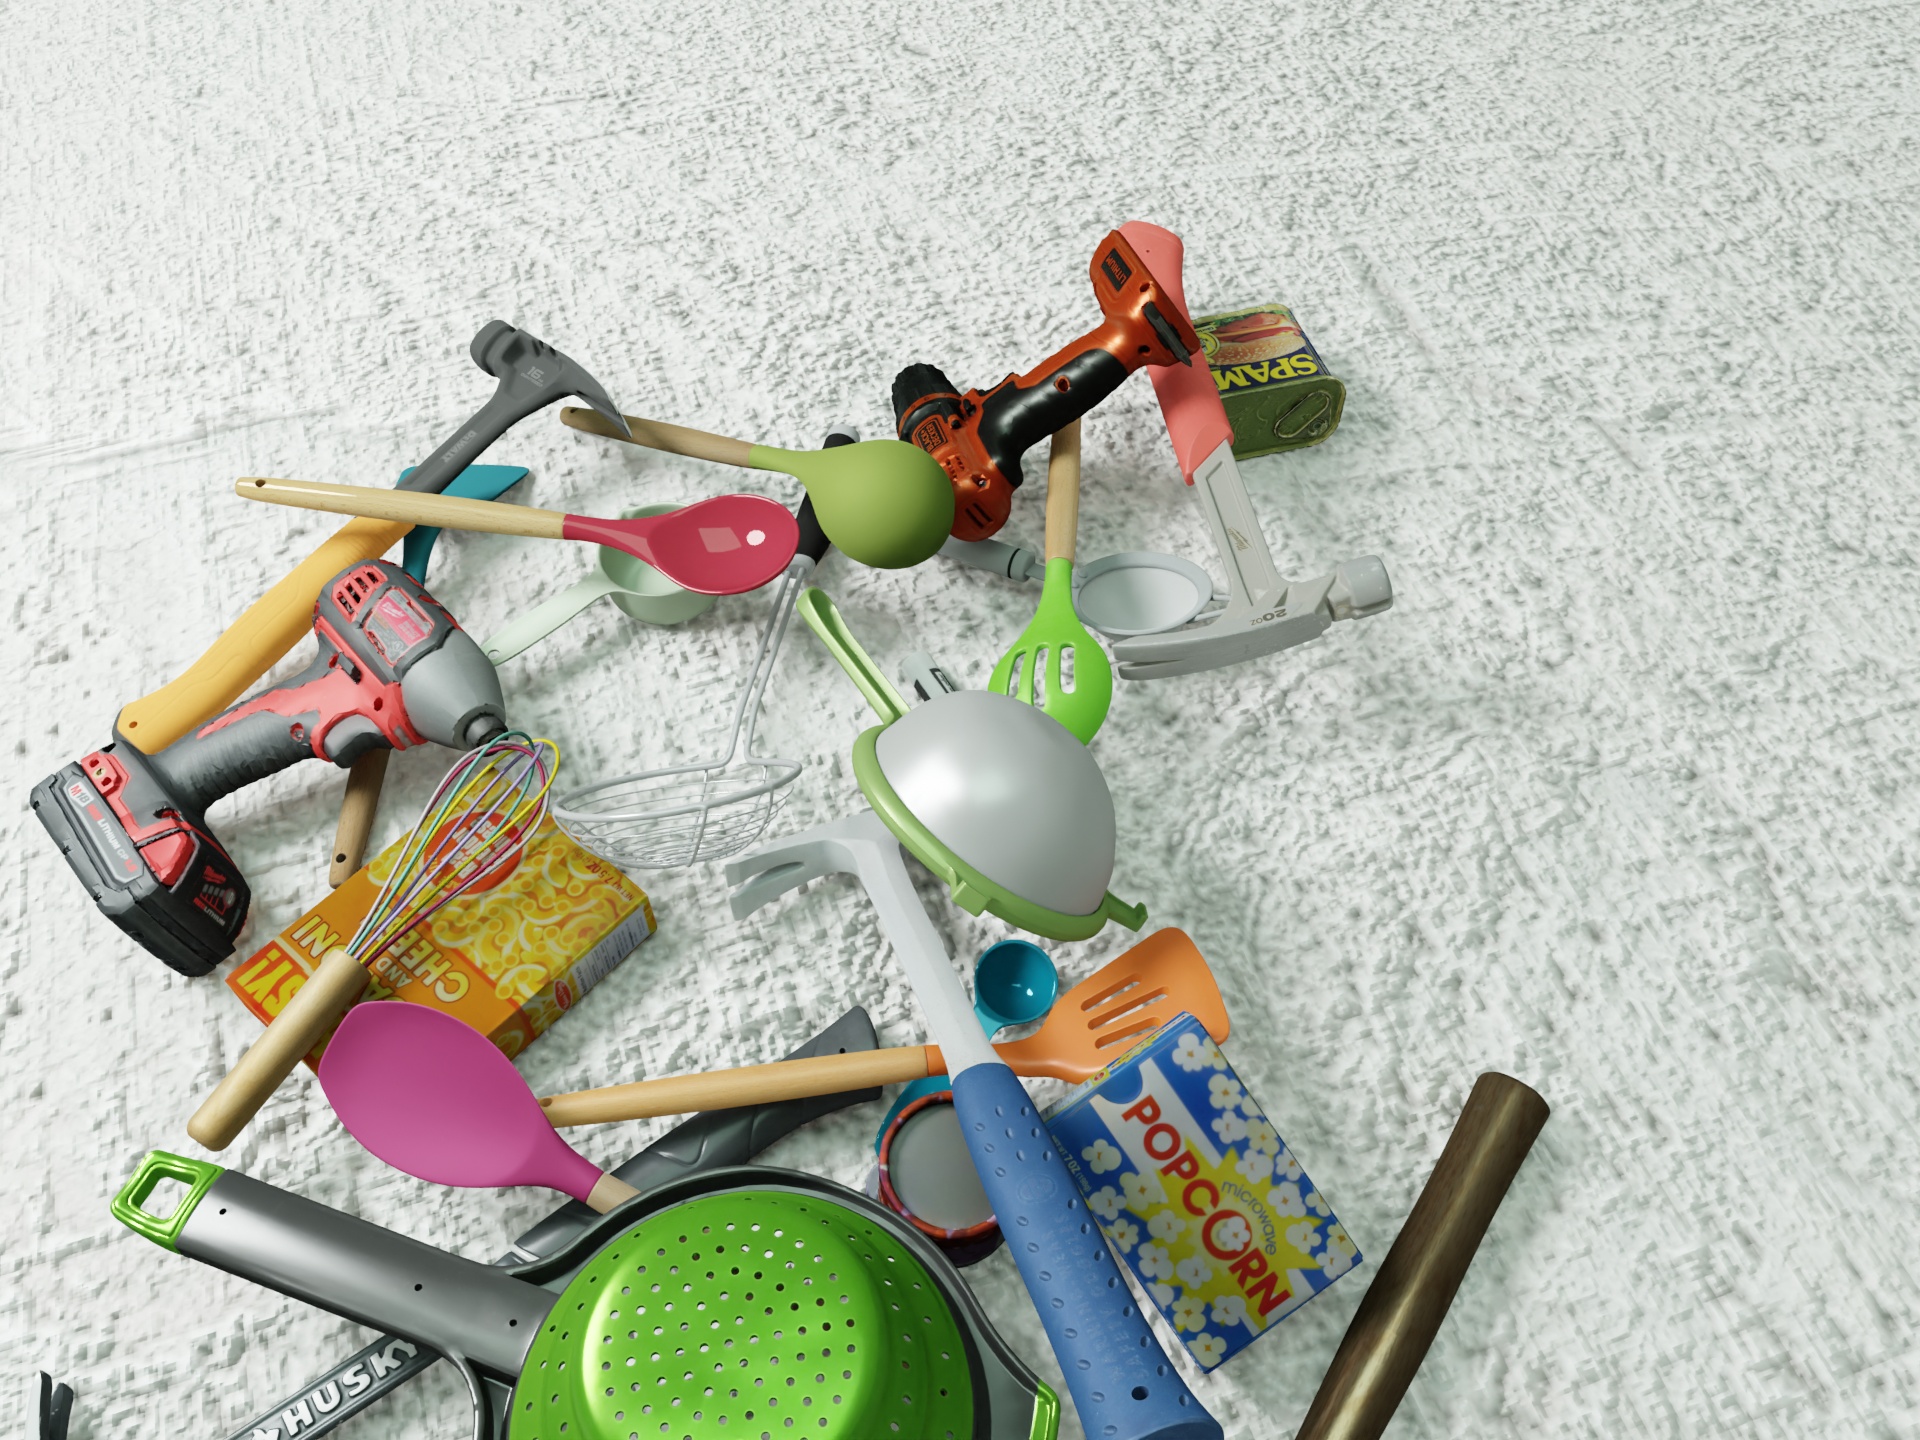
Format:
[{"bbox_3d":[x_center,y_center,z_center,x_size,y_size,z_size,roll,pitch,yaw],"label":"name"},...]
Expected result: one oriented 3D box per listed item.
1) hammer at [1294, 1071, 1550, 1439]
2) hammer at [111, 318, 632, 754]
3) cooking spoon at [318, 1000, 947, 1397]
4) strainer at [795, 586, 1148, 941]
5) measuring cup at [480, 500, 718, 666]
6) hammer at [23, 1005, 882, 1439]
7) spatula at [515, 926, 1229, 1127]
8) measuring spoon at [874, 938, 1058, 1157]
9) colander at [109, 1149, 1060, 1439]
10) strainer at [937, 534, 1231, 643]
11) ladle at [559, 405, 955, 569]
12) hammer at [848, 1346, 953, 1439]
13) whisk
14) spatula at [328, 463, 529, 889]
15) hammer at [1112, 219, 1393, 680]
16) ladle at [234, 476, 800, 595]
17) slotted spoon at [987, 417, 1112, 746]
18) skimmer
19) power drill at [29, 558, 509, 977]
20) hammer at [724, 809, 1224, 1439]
[{"bbox_3d":[0.172,0.286,0.673,0.130,0.031,0.331,29,59,21],"label":"hammer"},{"bbox_3d":[-0.344,-0.096,0.919,0.127,0.034,0.337,33,72,29],"label":"hammer"},{"bbox_3d":[-0.136,0.216,0.691,0.319,0.017,0.069,29,86,4],"label":"cooking spoon"},{"bbox_3d":[-0.001,-0.003,0.793,0.069,0.151,0.257,-52,55,18],"label":"strainer"},{"bbox_3d":[-0.211,-0.067,0.935,0.167,0.038,0.083,-36,61,-21],"label":"measuring cup"},{"bbox_3d":[-0.206,0.248,0.703,0.409,0.036,0.149,-31,59,-21],"label":"hammer"},{"bbox_3d":[-0.040,0.153,0.731,0.322,0.041,0.081,-6,34,-9],"label":"spatula"},{"bbox_3d":[0.000,0.163,0.779,0.042,0.021,0.129,38,70,8],"label":"measuring spoon"},{"bbox_3d":[-0.158,0.224,0.601,0.397,0.094,0.205,16,51,11],"label":"colander"},{"bbox_3d":[0.044,-0.089,0.947,0.258,0.050,0.087,21,44,22],"label":"strainer"},{"bbox_3d":[-0.135,-0.153,0.959,0.320,0.062,0.078,18,58,37],"label":"ladle"},{"bbox_3d":[-0.151,0.314,0.622,0.331,0.033,0.128,2,65,-6],"label":"hammer"},{"bbox_3d":[-0.273,0.098,0.759,0.047,0.051,0.245,28,62,13],"label":"whisk"},{"bbox_3d":[-0.321,-0.042,0.927,0.082,0.044,0.318,1,58,2],"label":"spatula"},{"bbox_3d":[0.131,-0.178,0.948,0.149,0.036,0.359,-15,51,5],"label":"hammer"},{"bbox_3d":[-0.246,-0.111,0.885,0.315,0.031,0.069,7,59,0],"label":"ladle"},{"bbox_3d":[0.056,-0.107,0.918,0.070,0.031,0.314,-9,48,17],"label":"slotted spoon"},{"bbox_3d":[-0.118,-0.063,0.895,0.127,0.090,0.364,-4,49,22],"label":"skimmer"},{"bbox_3d":[-0.345,0.021,0.827,0.220,0.078,0.143,-41,61,-17],"label":"power drill"},{"bbox_3d":[0.000,0.147,0.673,0.144,0.035,0.406,-13,29,-12],"label":"hammer"}]
